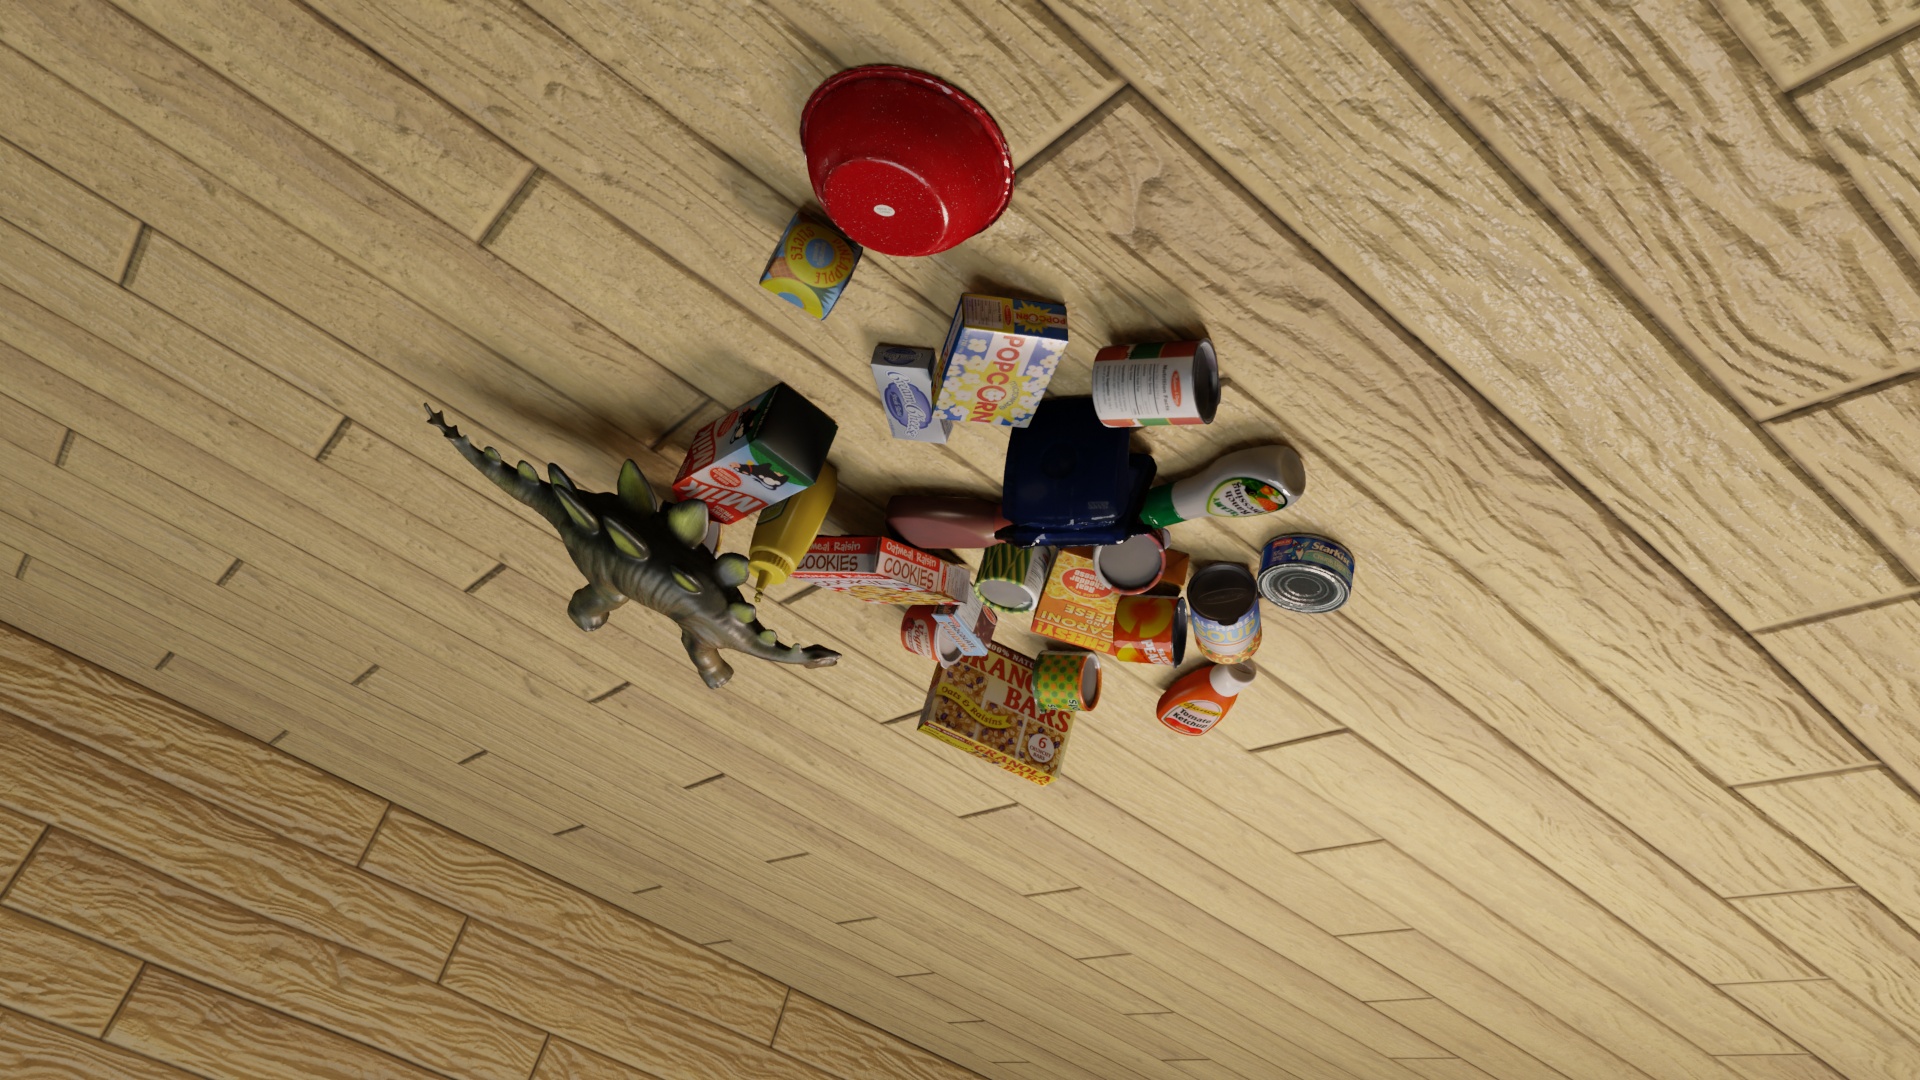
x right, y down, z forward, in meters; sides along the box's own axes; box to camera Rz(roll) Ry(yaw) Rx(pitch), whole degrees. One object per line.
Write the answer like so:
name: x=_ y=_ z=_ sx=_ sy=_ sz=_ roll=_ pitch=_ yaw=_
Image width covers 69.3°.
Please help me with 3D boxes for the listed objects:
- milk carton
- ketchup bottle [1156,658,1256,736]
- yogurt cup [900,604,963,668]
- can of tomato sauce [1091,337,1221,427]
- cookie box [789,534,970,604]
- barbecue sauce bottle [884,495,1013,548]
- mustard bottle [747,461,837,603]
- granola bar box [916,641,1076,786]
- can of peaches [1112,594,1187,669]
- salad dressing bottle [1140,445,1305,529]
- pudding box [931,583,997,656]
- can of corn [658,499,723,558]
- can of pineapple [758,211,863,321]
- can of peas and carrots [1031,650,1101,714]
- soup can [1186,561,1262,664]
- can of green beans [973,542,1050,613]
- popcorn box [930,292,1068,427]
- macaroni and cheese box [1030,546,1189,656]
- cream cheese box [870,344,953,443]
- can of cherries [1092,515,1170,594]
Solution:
milk carton: x=-0.209 y=-0.074 z=1.330 sx=0.073 sy=0.073 sz=0.190 roll=38 pitch=144 yaw=-28
ketchup bottle: x=0.267 y=0.163 z=1.489 sx=0.065 sy=0.044 sz=0.148 roll=22 pitch=148 yaw=-7
yogurt cup: x=-0.029 y=0.099 z=1.520 sx=0.054 sy=0.073 sz=0.072 roll=7 pitch=148 yaw=31
can of tomato sauce: x=0.153 y=-0.122 z=1.083 sx=0.083 sy=0.071 sz=0.071 roll=0 pitch=144 yaw=27
cookie box: x=-0.085 y=0.030 z=1.404 sx=0.123 sy=0.040 sz=0.167 roll=-1 pitch=167 yaw=32
barbecue sauce bottle: x=0.005 y=-0.017 z=1.340 sx=0.148 sy=0.044 sz=0.064 roll=1 pitch=151 yaw=24
mustard bottle: x=-0.168 y=-0.009 z=1.327 sx=0.065 sy=0.161 sz=0.048 roll=-19 pitch=132 yaw=42
granola bar box: x=0.045 y=0.186 z=1.557 sx=0.165 sy=0.125 sz=0.039 roll=26 pitch=147 yaw=-13
can of peaches: x=0.179 y=0.086 z=1.310 sx=0.058 sy=0.071 sz=0.071 roll=3 pitch=145 yaw=21
salad dressing bottle: x=0.221 y=-0.042 z=1.192 sx=0.147 sy=0.044 sz=0.064 roll=-16 pitch=136 yaw=42
pudding box: x=0.005 y=0.082 z=1.488 sx=0.030 sy=0.050 sz=0.083 roll=-2 pitch=143 yaw=31
can of corn: x=-0.292 y=-0.005 z=1.487 sx=0.058 sy=0.071 sz=0.070 roll=12 pitch=148 yaw=8
can of pineapple: x=-0.115 y=-0.213 z=1.073 sx=0.058 sy=0.071 sz=0.070 roll=28 pitch=147 yaw=-15
can of peas and carrots: x=0.117 y=0.157 z=1.527 sx=0.058 sy=0.071 sz=0.070 roll=-1 pitch=144 yaw=26
soup can: x=0.254 y=0.073 z=1.328 sx=0.071 sy=0.072 sz=0.083 roll=5 pitch=147 yaw=20
can of green beans: x=0.051 y=0.032 z=1.379 sx=0.071 sy=0.058 sz=0.071 roll=13 pitch=148 yaw=8
popcorn box: x=0.029 y=-0.143 z=1.118 sx=0.085 sy=0.038 sz=0.126 roll=5 pitch=150 yaw=-12
macaroni and cheese box: x=0.146 y=0.054 z=1.383 sx=0.124 sy=0.040 sz=0.165 roll=16 pitch=148 yaw=1
cream cheese box: x=-0.041 y=-0.127 z=1.211 sx=0.053 sy=0.024 sz=0.103 roll=7 pitch=147 yaw=15
can of cherries: x=0.156 y=0.009 z=1.265 sx=0.071 sy=0.058 sz=0.071 roll=2 pitch=107 yaw=6
